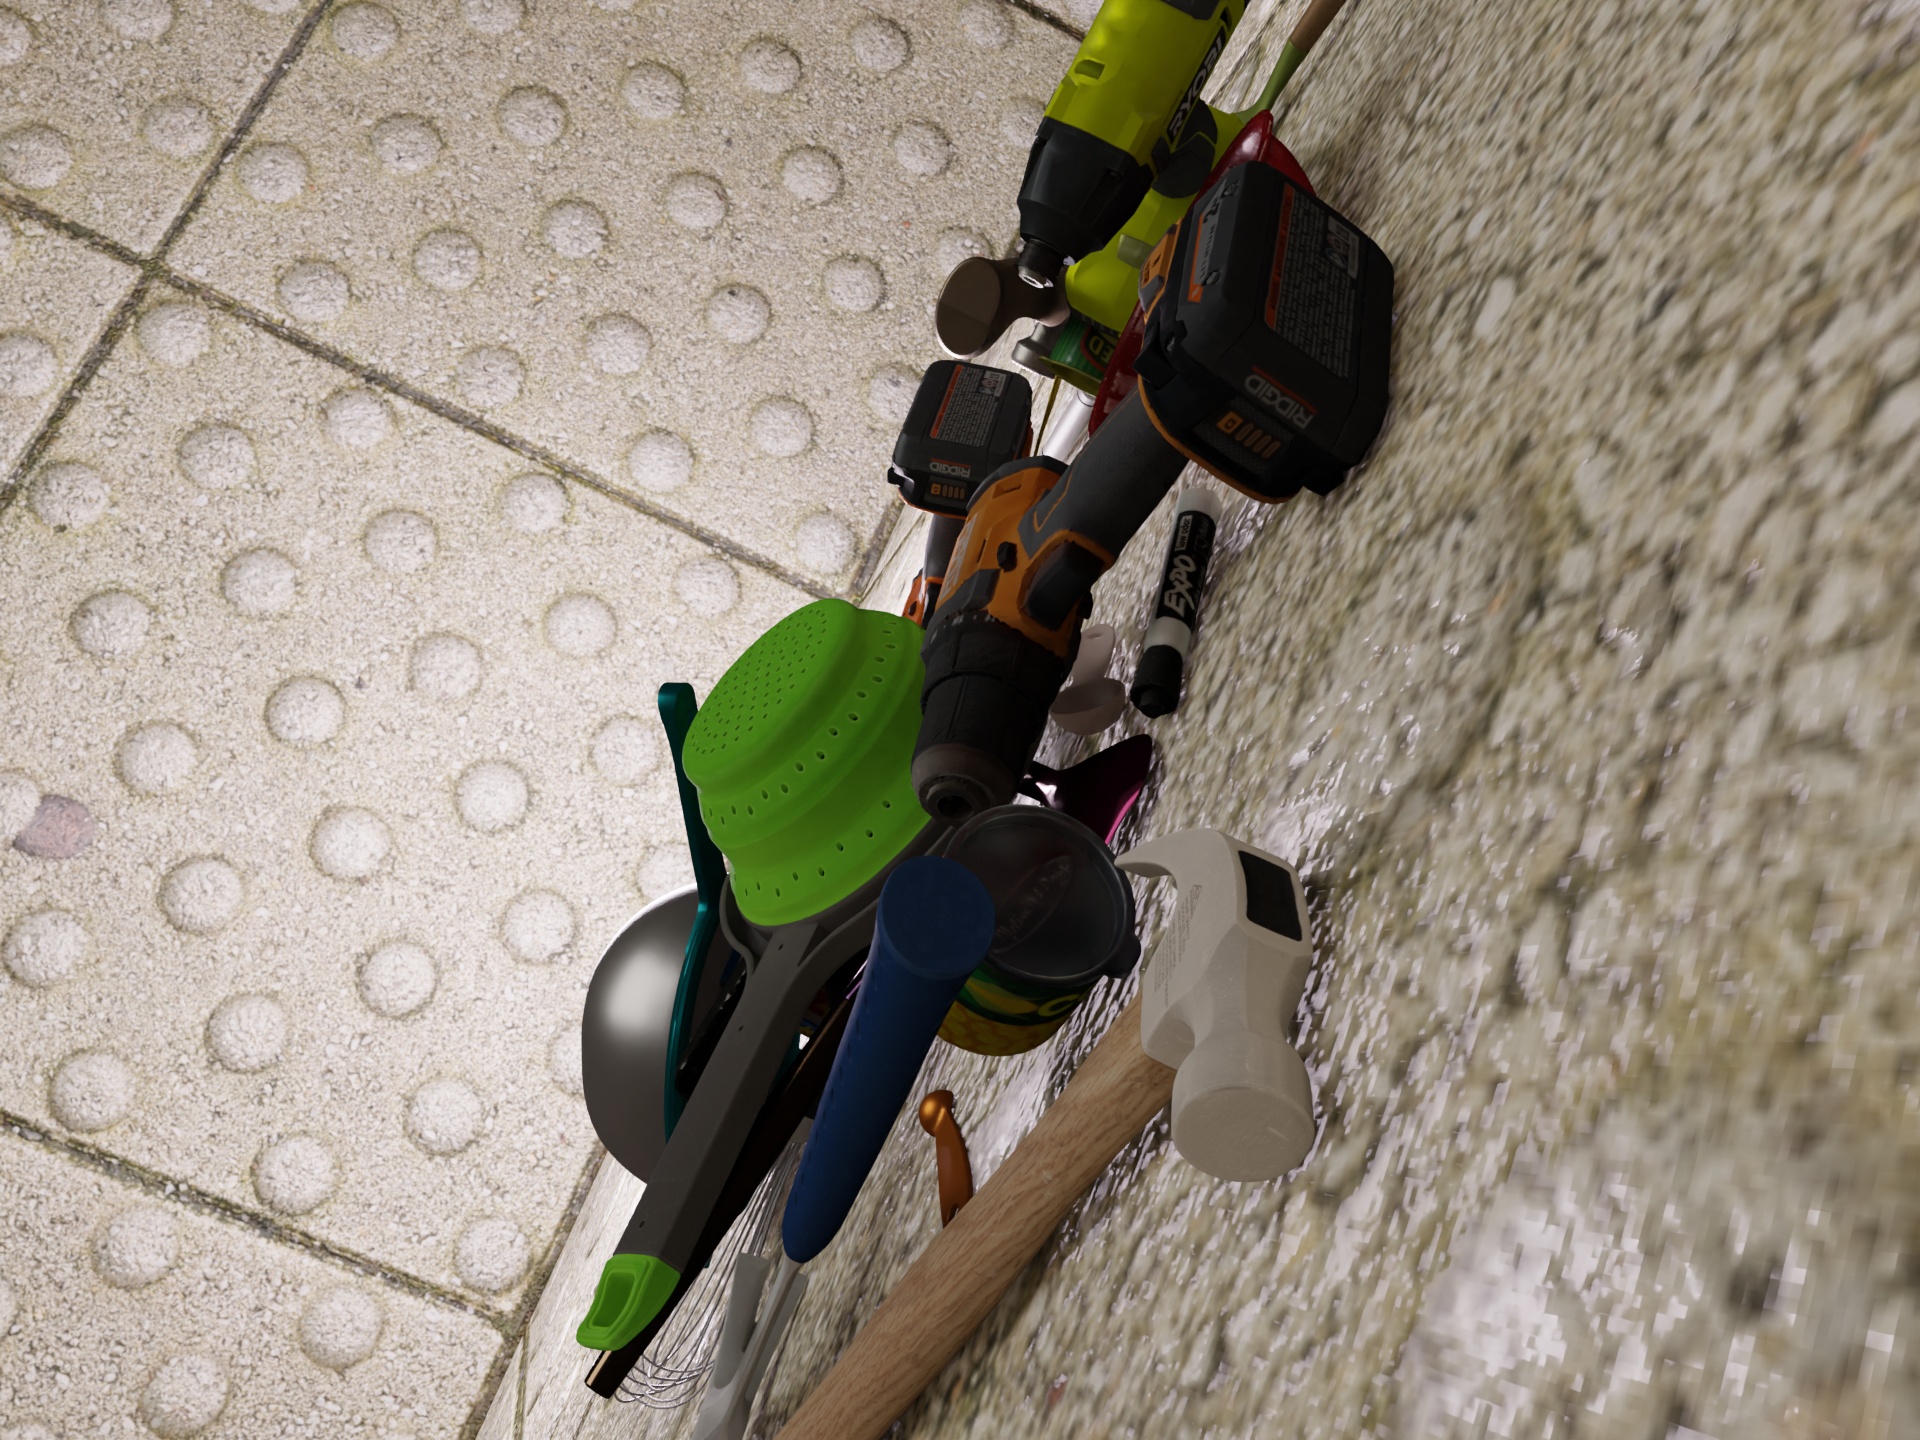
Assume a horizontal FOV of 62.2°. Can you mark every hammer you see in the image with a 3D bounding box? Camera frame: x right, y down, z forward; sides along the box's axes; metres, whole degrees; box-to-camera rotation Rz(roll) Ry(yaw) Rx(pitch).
[{"bbox_3d":[-0.058,0.187,0.585,0.144,0.035,0.405,-72,2,-47],"label":"hammer"},{"bbox_3d":[0.006,0.158,0.477,0.331,0.031,0.130,-59,10,35],"label":"hammer"},{"bbox_3d":[0.048,-0.268,0.956,0.146,0.038,0.411,-65,-3,18],"label":"hammer"}]

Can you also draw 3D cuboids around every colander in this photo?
[{"bbox_3d":[-0.092,0.071,0.706,0.204,0.094,0.397,-19,36,45],"label":"colander"}]

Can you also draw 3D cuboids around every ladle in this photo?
[{"bbox_3d":[0.200,-0.416,0.913,0.320,0.062,0.078,129,156,-48],"label":"ladle"}]

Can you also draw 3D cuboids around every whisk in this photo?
[{"bbox_3d":[-0.106,0.242,0.852,0.284,0.070,0.070,-60,8,0],"label":"whisk"}]

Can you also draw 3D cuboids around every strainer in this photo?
[{"bbox_3d":[-0.174,0.132,0.925,0.211,0.095,0.340,-65,-26,-60],"label":"strainer"},{"bbox_3d":[0.091,-0.230,1.094,0.258,0.050,0.087,127,152,-68],"label":"strainer"}]

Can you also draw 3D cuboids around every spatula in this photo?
[{"bbox_3d":[-0.061,0.145,0.686,0.316,0.018,0.060,-56,10,-19],"label":"spatula"}]

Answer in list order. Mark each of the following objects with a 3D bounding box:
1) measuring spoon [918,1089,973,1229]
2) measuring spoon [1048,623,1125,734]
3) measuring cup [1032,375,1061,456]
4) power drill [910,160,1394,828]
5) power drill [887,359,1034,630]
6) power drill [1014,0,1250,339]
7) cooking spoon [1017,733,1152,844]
[{"bbox_3d":[-0.007,0.166,0.601,0.021,0.011,0.117,-64,8,6],"label":"measuring spoon"},{"bbox_3d":[0.061,-0.019,0.719,0.124,0.034,0.018,-70,-35,-68],"label":"measuring spoon"},{"bbox_3d":[0.066,-0.187,1.056,0.062,0.029,0.156,119,166,-85],"label":"measuring cup"},{"bbox_3d":[0.057,-0.073,0.595,0.226,0.084,0.185,-45,20,44],"label":"power drill"},{"bbox_3d":[-0.010,-0.110,1.087,0.164,0.084,0.226,-74,-5,-48],"label":"power drill"},{"bbox_3d":[0.091,-0.276,0.811,0.171,0.080,0.223,-62,-13,4],"label":"power drill"},{"bbox_3d":[0.035,0.028,0.723,0.069,0.017,0.319,-59,7,-2],"label":"cooking spoon"}]
